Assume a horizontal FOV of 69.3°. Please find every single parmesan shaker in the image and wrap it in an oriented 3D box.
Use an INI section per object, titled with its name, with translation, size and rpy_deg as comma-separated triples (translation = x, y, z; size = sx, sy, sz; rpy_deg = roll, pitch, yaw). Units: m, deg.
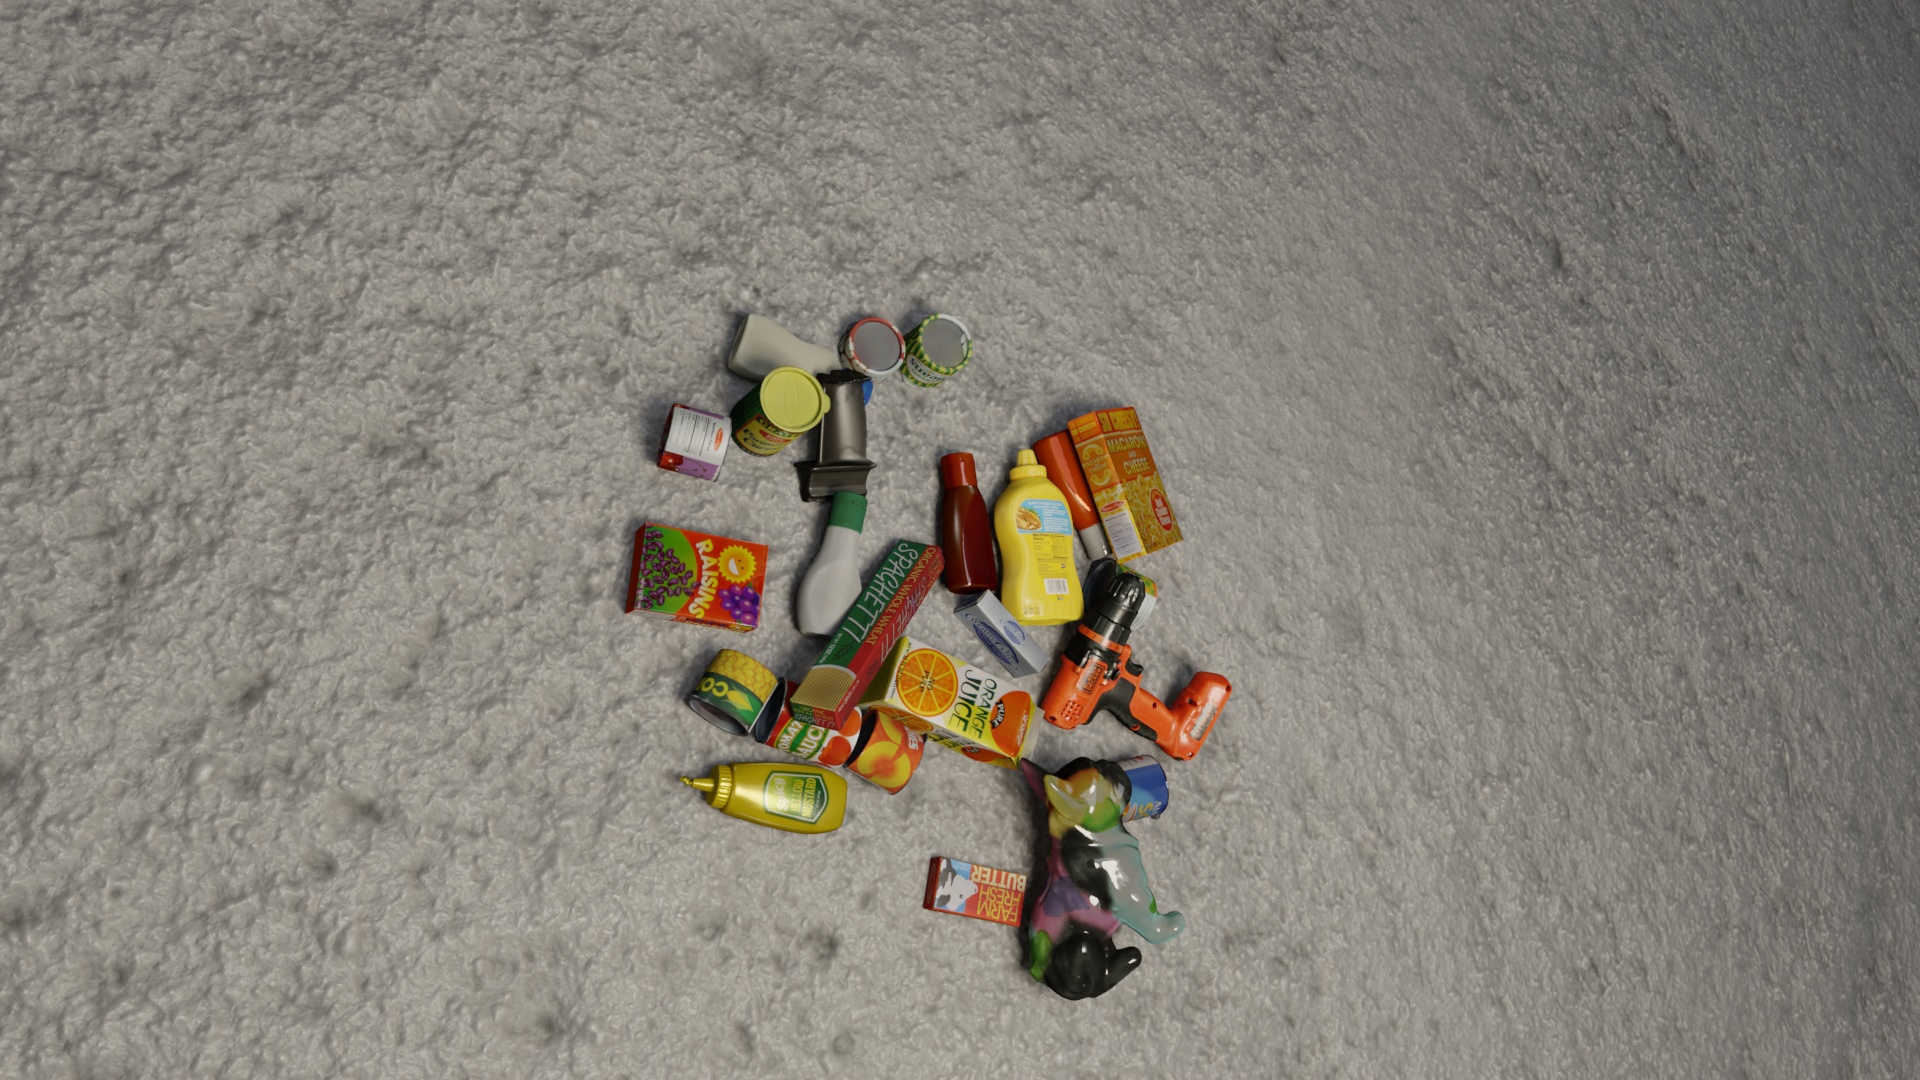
[parmesan shaker]
translation = -0.181, -0.125, 1.376
size = 0.071, 0.103, 0.071
rpy_deg = 7, 75, -26

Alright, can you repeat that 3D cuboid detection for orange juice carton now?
[orange juice carton]
translation = -0.001, 0.170, 1.416
size = 0.192, 0.073, 0.072
rpy_deg = 27, 67, -20

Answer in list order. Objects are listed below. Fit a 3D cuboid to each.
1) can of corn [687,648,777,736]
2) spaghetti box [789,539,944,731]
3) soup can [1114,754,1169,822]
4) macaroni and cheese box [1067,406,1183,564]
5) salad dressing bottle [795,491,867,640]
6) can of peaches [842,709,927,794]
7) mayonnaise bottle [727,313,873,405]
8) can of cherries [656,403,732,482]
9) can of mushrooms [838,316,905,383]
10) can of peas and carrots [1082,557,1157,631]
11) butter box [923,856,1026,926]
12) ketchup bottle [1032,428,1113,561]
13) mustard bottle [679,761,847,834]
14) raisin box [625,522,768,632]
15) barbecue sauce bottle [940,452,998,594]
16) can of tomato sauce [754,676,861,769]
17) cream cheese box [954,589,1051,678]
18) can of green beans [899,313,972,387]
[can of corn]
translation = -0.216, 0.142, 1.312
size = 0.071, 0.071, 0.058
rpy_deg = 37, 63, -16
[spaghetti box]
translation = -0.087, 0.086, 1.363
size = 0.251, 0.050, 0.028
rpy_deg = -58, 150, -44
[soup can]
translation = 0.171, 0.272, 1.486
size = 0.084, 0.071, 0.071
rpy_deg = -8, 82, -28
[macaroni and cheese box]
translation = 0.185, -0.064, 1.560
size = 0.124, 0.040, 0.166
rpy_deg = -14, 83, -61
[salad dressing bottle]
translation = -0.125, 0.025, 1.396
size = 0.064, 0.044, 0.148
rpy_deg = 20, 74, -30
[can of peaches]
translation = -0.075, 0.206, 1.371
size = 0.058, 0.071, 0.071
rpy_deg = 32, 65, -17
[mayonnaise bottle]
translation = -0.163, -0.177, 1.435
size = 0.148, 0.041, 0.065
rpy_deg = 23, 70, -23
[can of cherries]
translation = -0.259, -0.094, 1.349
size = 0.058, 0.071, 0.071
rpy_deg = 14, 72, -18
[can of mushrooms]
translation = -0.095, -0.205, 1.481
size = 0.071, 0.033, 0.071
rpy_deg = 6, 76, -26
[can of peas and carrots]
translation = 0.176, 0.060, 1.542
size = 0.059, 0.070, 0.071
rpy_deg = 27, 67, -20
[butter box]
translation = 0.016, 0.356, 1.408
size = 0.103, 0.024, 0.053
rpy_deg = 18, 69, -23
[ketchup bottle]
translation = 0.135, -0.052, 1.558
size = 0.065, 0.043, 0.148
rpy_deg = -22, 89, -42
[mustard bottle]
translation = -0.188, 0.240, 1.315
size = 0.160, 0.048, 0.065
rpy_deg = 13, 71, -25
[raisin box]
translation = -0.252, 0.037, 1.336
size = 0.123, 0.040, 0.086
rpy_deg = 12, 72, -26
[barbecue sauce bottle]
translation = 0.005, -0.019, 1.479
size = 0.065, 0.043, 0.149
rpy_deg = 10, 70, -55
[can of tomato sauce]
translation = -0.147, 0.178, 1.340
size = 0.083, 0.071, 0.071
rpy_deg = 24, 68, -21
[cream cheese box]
translation = 0.044, 0.100, 1.468
size = 0.103, 0.053, 0.024
rpy_deg = 48, 60, -10
[can of green beans]
translation = -0.028, -0.205, 1.502
size = 0.071, 0.057, 0.071
rpy_deg = 7, 75, -26
